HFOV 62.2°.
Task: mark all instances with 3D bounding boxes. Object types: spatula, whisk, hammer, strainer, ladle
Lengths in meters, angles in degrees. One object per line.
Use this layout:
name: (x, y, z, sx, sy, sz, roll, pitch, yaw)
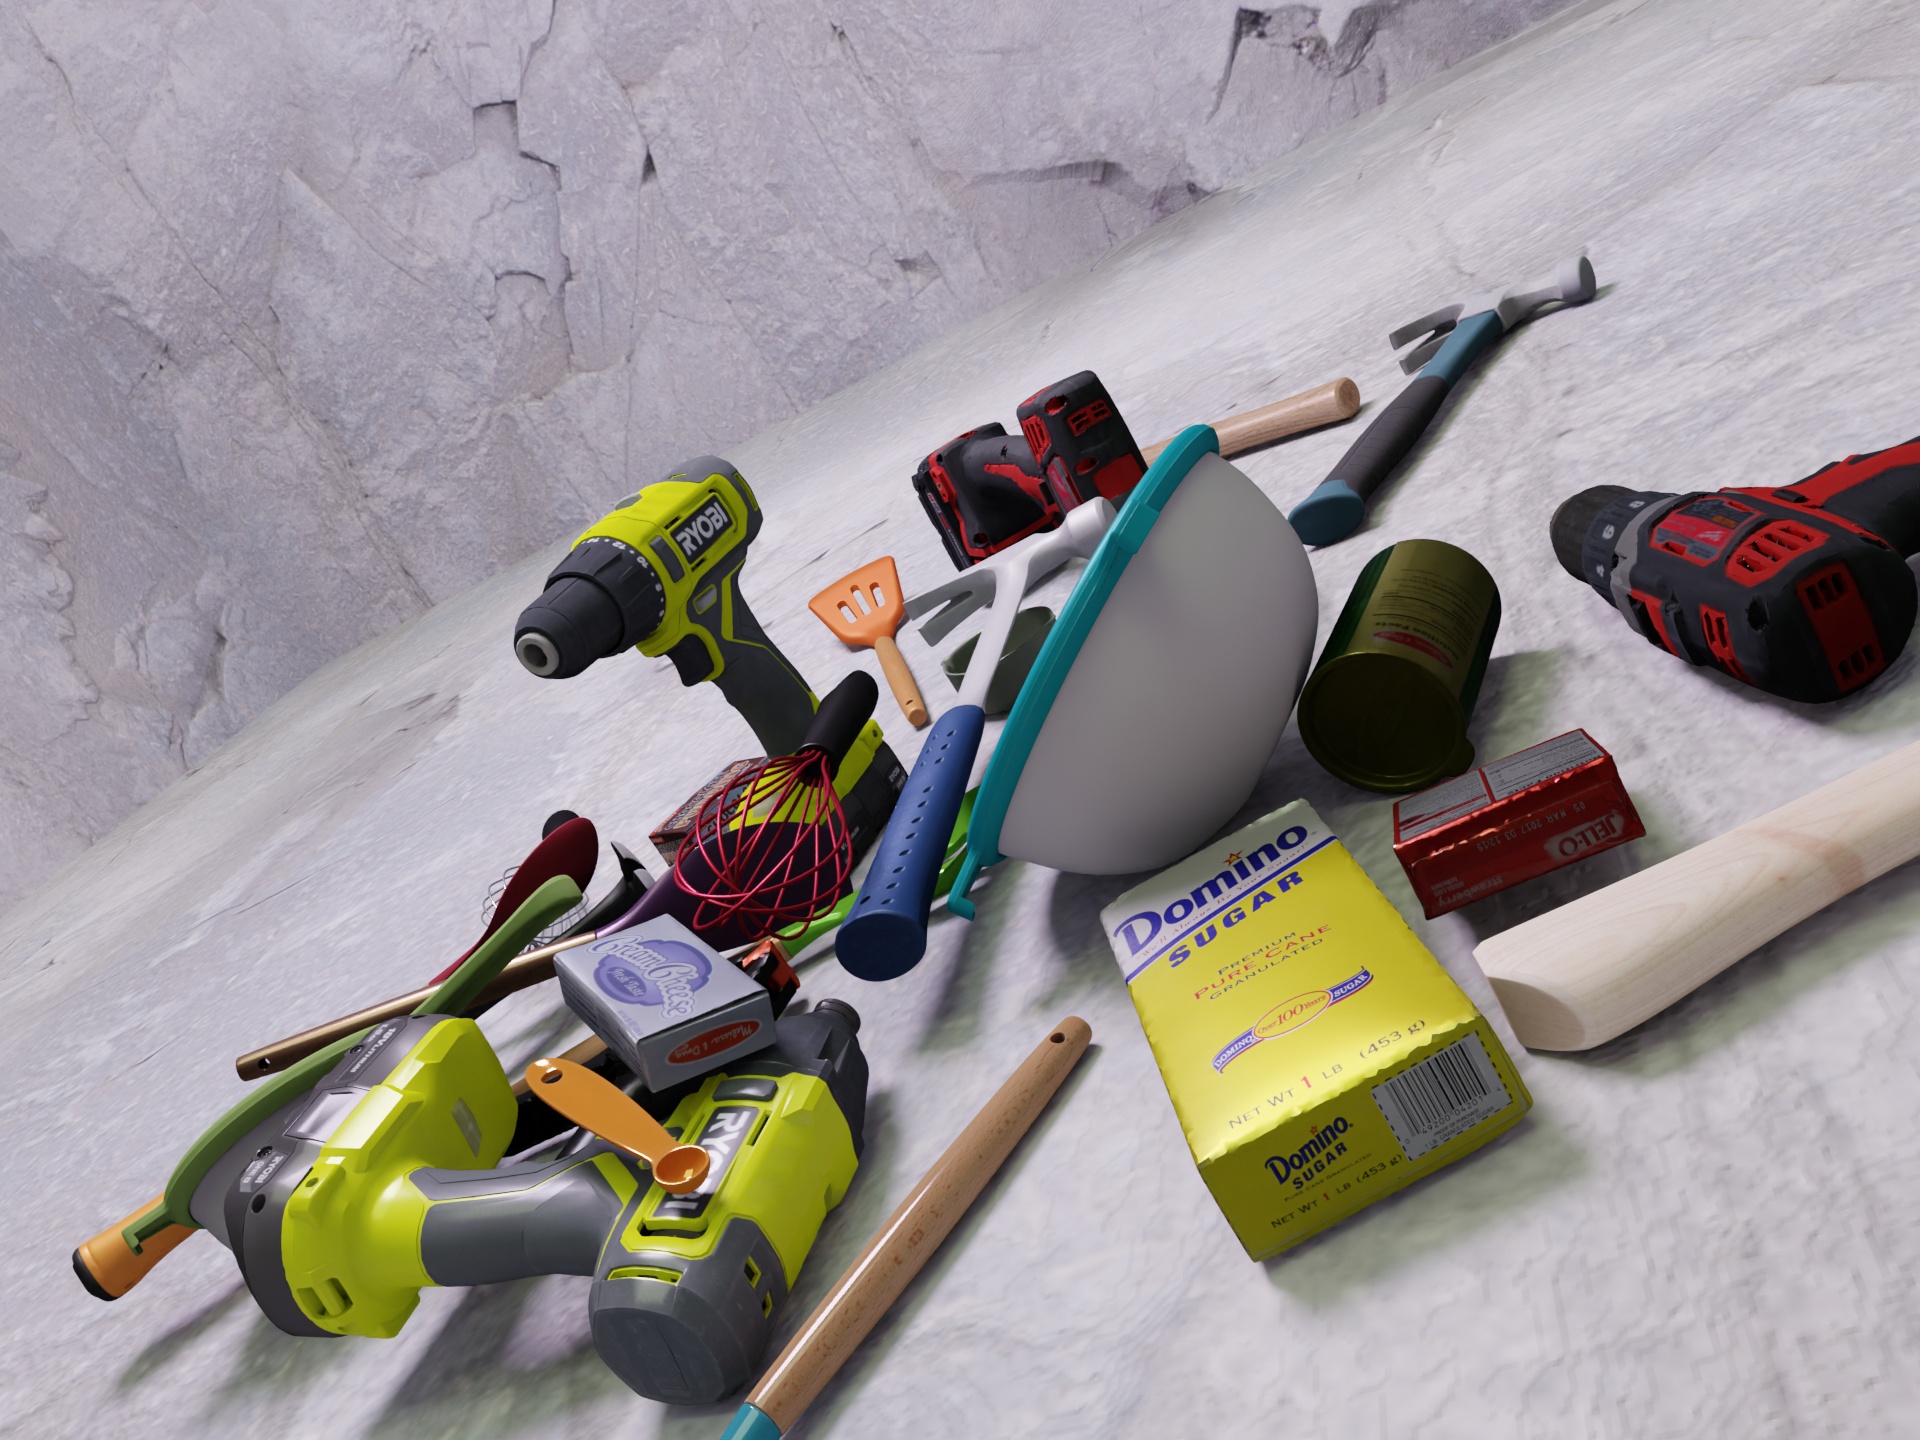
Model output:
spatula: (-0.046, 0.194, 0.500, 0.082, 0.044, 0.317, 16, 43, 34)
whisk: (-0.073, 0.028, 0.763, 0.073, 0.073, 0.296, -26, 14, 14)
hammer: (0.296, -0.206, 1.020, 0.128, 0.033, 0.331, -9, 28, 45)
spatula: (-0.058, -0.056, 1.162, 0.081, 0.041, 0.323, -30, 19, 0)
hammer: (0.341, -0.014, 0.456, 0.410, 0.038, 0.146, -27, 17, 10)
strainer: (0.117, -0.034, 0.733, 0.340, 0.095, 0.211, -41, -23, -59)
whisk: (-0.276, 0.102, 1.074, 0.070, 0.070, 0.285, -31, 14, -2)
hammer: (-0.302, 0.182, 0.837, 0.337, 0.034, 0.127, -36, -9, -22)
hammer: (-0.001, -0.003, 0.835, 0.144, 0.035, 0.406, -25, 22, 24)
ladle: (-0.319, 0.171, 0.912, 0.315, 0.031, 0.069, -42, -17, 6)
strainer: (-0.251, 0.177, 0.742, 0.256, 0.069, 0.151, -43, -17, 14)
spatula: (-0.209, 0.121, 0.810, 0.316, 0.060, 0.018, -19, 3, -8)
hammer: (0.154, -0.201, 1.226, 0.331, 0.031, 0.130, -12, 26, 43)

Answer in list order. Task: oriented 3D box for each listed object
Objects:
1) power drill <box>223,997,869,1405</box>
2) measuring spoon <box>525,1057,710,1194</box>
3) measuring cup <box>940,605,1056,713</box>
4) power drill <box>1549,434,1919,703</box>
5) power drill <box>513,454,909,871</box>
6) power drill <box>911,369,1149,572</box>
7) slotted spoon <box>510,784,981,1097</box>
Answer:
power drill: (-0.150, 0.172, 0.619, 0.223, 0.080, 0.171, -5, 29, 22)
measuring spoon: (-0.125, 0.145, 0.573, 0.021, 0.011, 0.117, -29, 28, -34)
measuring cup: (0.020, -0.012, 0.939, 0.083, 0.038, 0.168, -21, 23, 26)
power drill: (0.350, -0.101, 0.608, 0.226, 0.080, 0.188, -32, 18, 4)
power drill: (-0.135, -0.014, 0.873, 0.080, 0.228, 0.191, -19, 22, 32)
power drill: (0.059, -0.149, 1.087, 0.078, 0.143, 0.220, -33, 12, -20)
slotted spoon: (-0.109, 0.124, 0.801, 0.314, 0.031, 0.070, -31, 18, 6)
